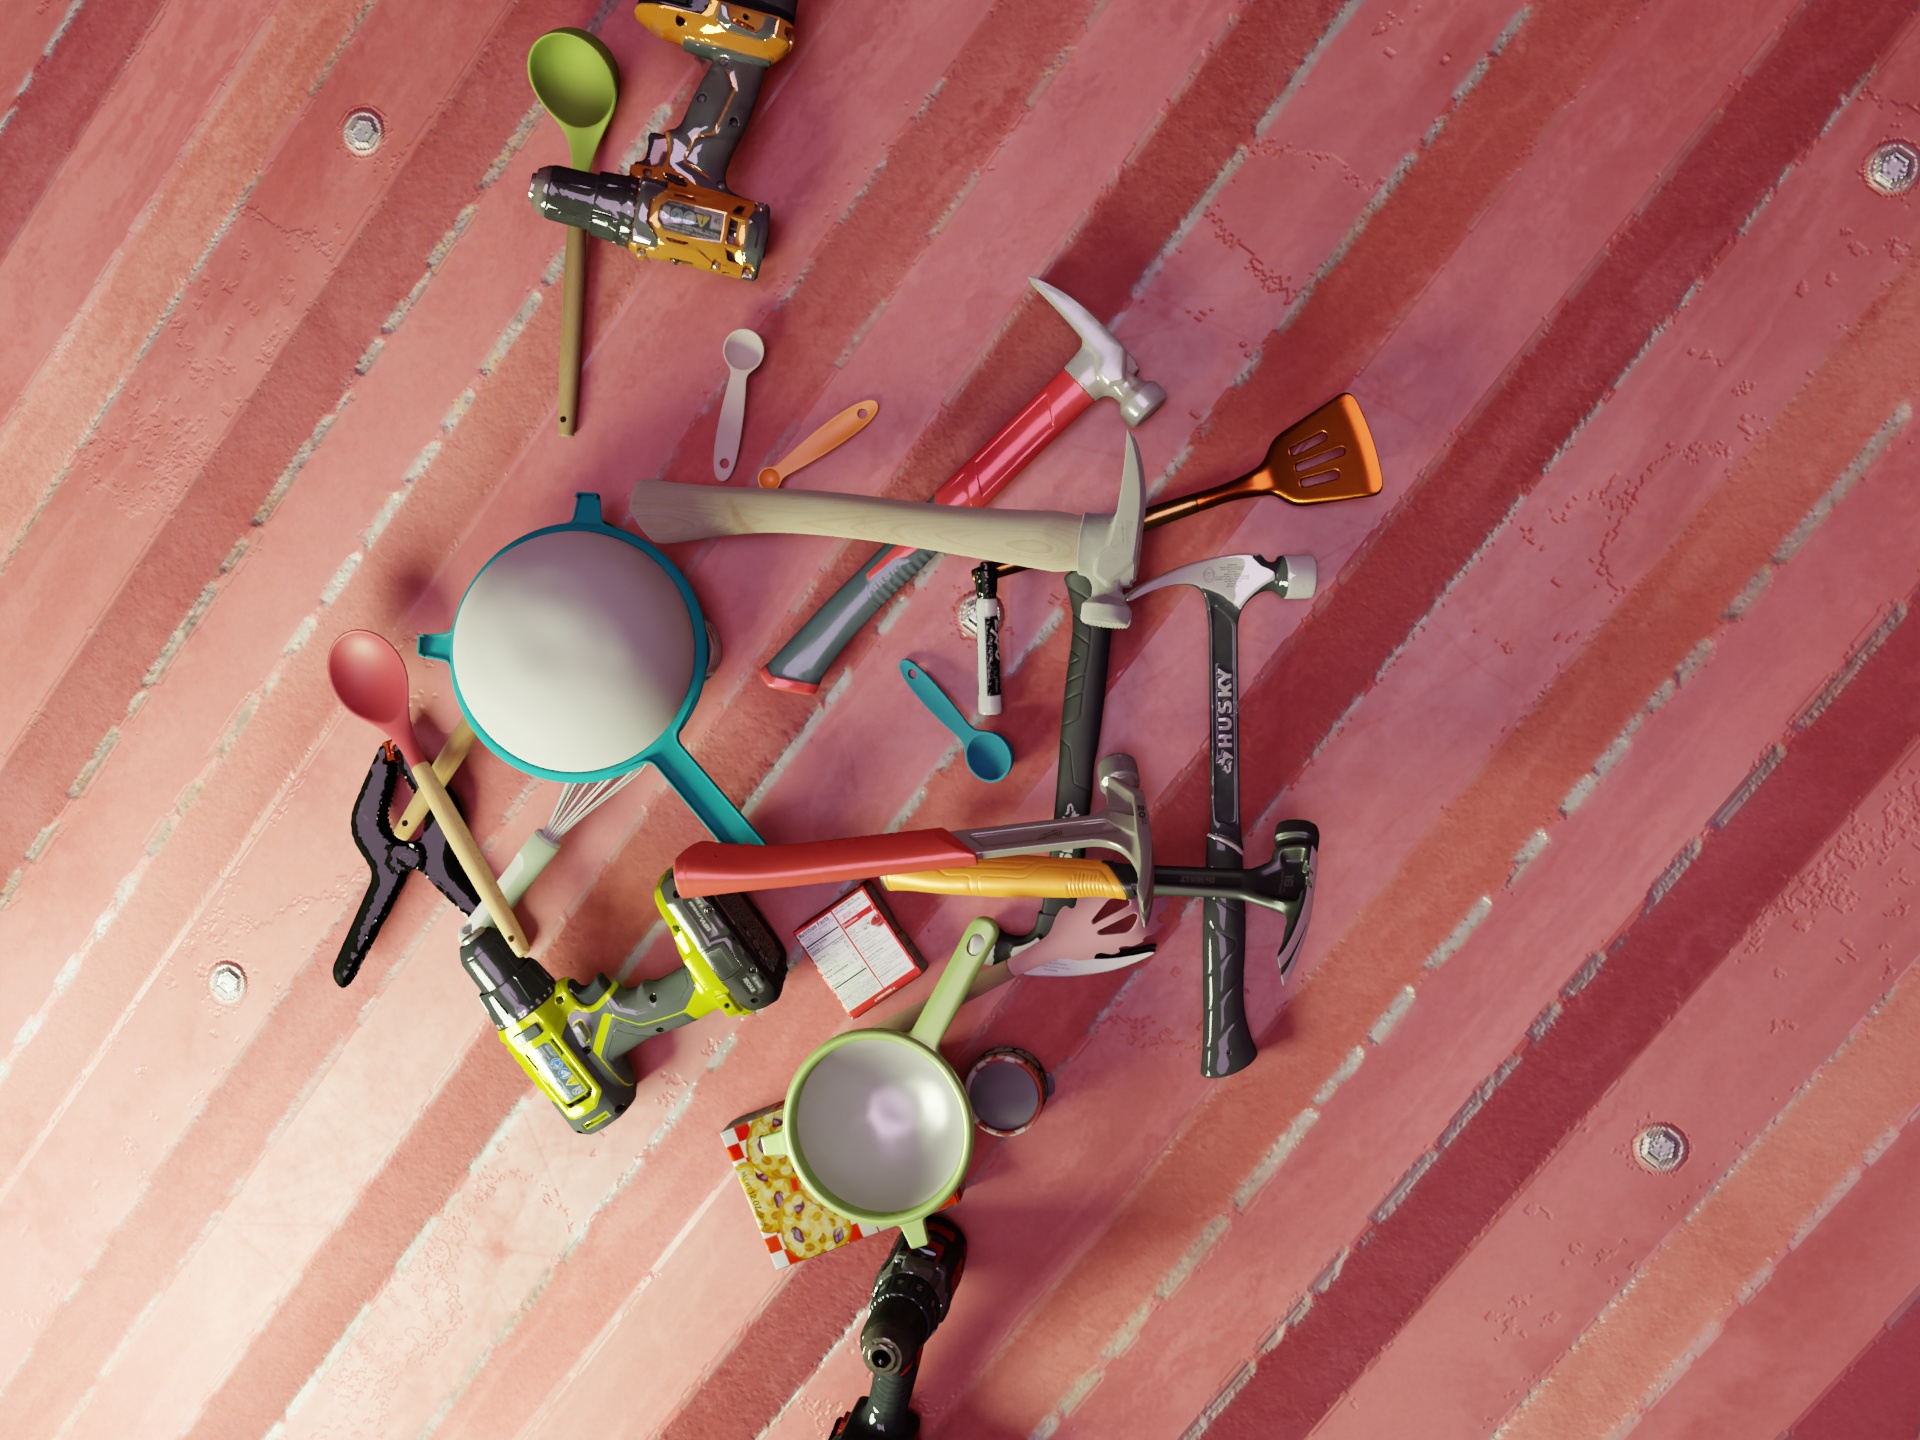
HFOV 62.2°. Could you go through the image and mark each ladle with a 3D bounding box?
[{"bbox_3d":[-0.319,-0.393,1.291,0.078,0.062,0.320,7,97,18],"label":"ladle"},{"bbox_3d":[-0.427,0.058,1.291,0.069,0.031,0.316,-38,74,13],"label":"ladle"}]

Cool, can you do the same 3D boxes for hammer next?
[{"bbox_3d":[0.094,0.125,1.192,0.337,0.127,0.034,1,138,22],"label":"hammer"},{"bbox_3d":[0.200,0.076,1.233,0.149,0.036,0.409,-1,95,-2],"label":"hammer"},{"bbox_3d":[-0.037,0.105,1.187,0.359,0.149,0.036,-7,134,6],"label":"hammer"},{"bbox_3d":[-0.062,-0.165,1.233,0.411,0.038,0.146,7,89,15],"label":"hammer"},{"bbox_3d":[-0.025,-0.172,1.263,0.386,0.038,0.143,-43,85,9],"label":"hammer"},{"bbox_3d":[0.097,0.038,1.256,0.146,0.035,0.335,7,94,9],"label":"hammer"}]

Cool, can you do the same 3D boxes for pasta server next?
[{"bbox_3d":[0.019,0.204,1.248,0.316,0.040,0.060,-29,87,14],"label":"pasta server"}]

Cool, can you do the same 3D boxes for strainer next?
[{"bbox_3d":[-0.268,-0.009,1.235,0.211,0.095,0.340,-42,84,1],"label":"strainer"},{"bbox_3d":[-0.032,0.262,1.231,0.151,0.069,0.256,29,95,11],"label":"strainer"}]

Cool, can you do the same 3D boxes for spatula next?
[{"bbox_3d":[0.159,-0.162,1.232,0.322,0.041,0.081,-18,91,11],"label":"spatula"}]

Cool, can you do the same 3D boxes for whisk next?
[{"bbox_3d":[-0.335,0.091,1.311,0.246,0.059,0.058,-52,45,3],"label":"whisk"}]

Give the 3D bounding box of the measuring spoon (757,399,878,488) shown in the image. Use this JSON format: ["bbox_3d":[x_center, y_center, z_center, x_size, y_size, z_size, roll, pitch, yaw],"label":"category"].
[{"bbox_3d":[-0.115,-0.223,1.291,0.117,0.011,0.021,-34,88,6],"label":"measuring spoon"}]

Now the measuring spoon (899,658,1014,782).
[{"bbox_3d":[-0.002,-0.004,1.281,0.129,0.021,0.042,48,121,13],"label":"measuring spoon"}]

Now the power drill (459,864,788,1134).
[{"bbox_3d":[-0.276,0.208,1.290,0.228,0.080,0.190,-32,101,10],"label":"power drill"}]

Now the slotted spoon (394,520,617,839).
[{"bbox_3d":[-0.379,-0.033,1.315,0.070,0.031,0.314,34,92,11],"label":"slotted spoon"}]

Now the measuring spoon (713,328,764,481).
[{"bbox_3d":[-0.183,-0.257,1.299,0.034,0.018,0.124,14,102,8],"label":"measuring spoon"}]

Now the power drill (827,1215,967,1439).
[{"bbox_3d":[-0.058,0.518,1.232,0.080,0.188,0.226,16,99,9],"label":"power drill"}]

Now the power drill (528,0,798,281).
[{"bbox_3d":[-0.227,-0.472,1.238,0.185,0.084,0.226,10,97,-13],"label":"power drill"}]
